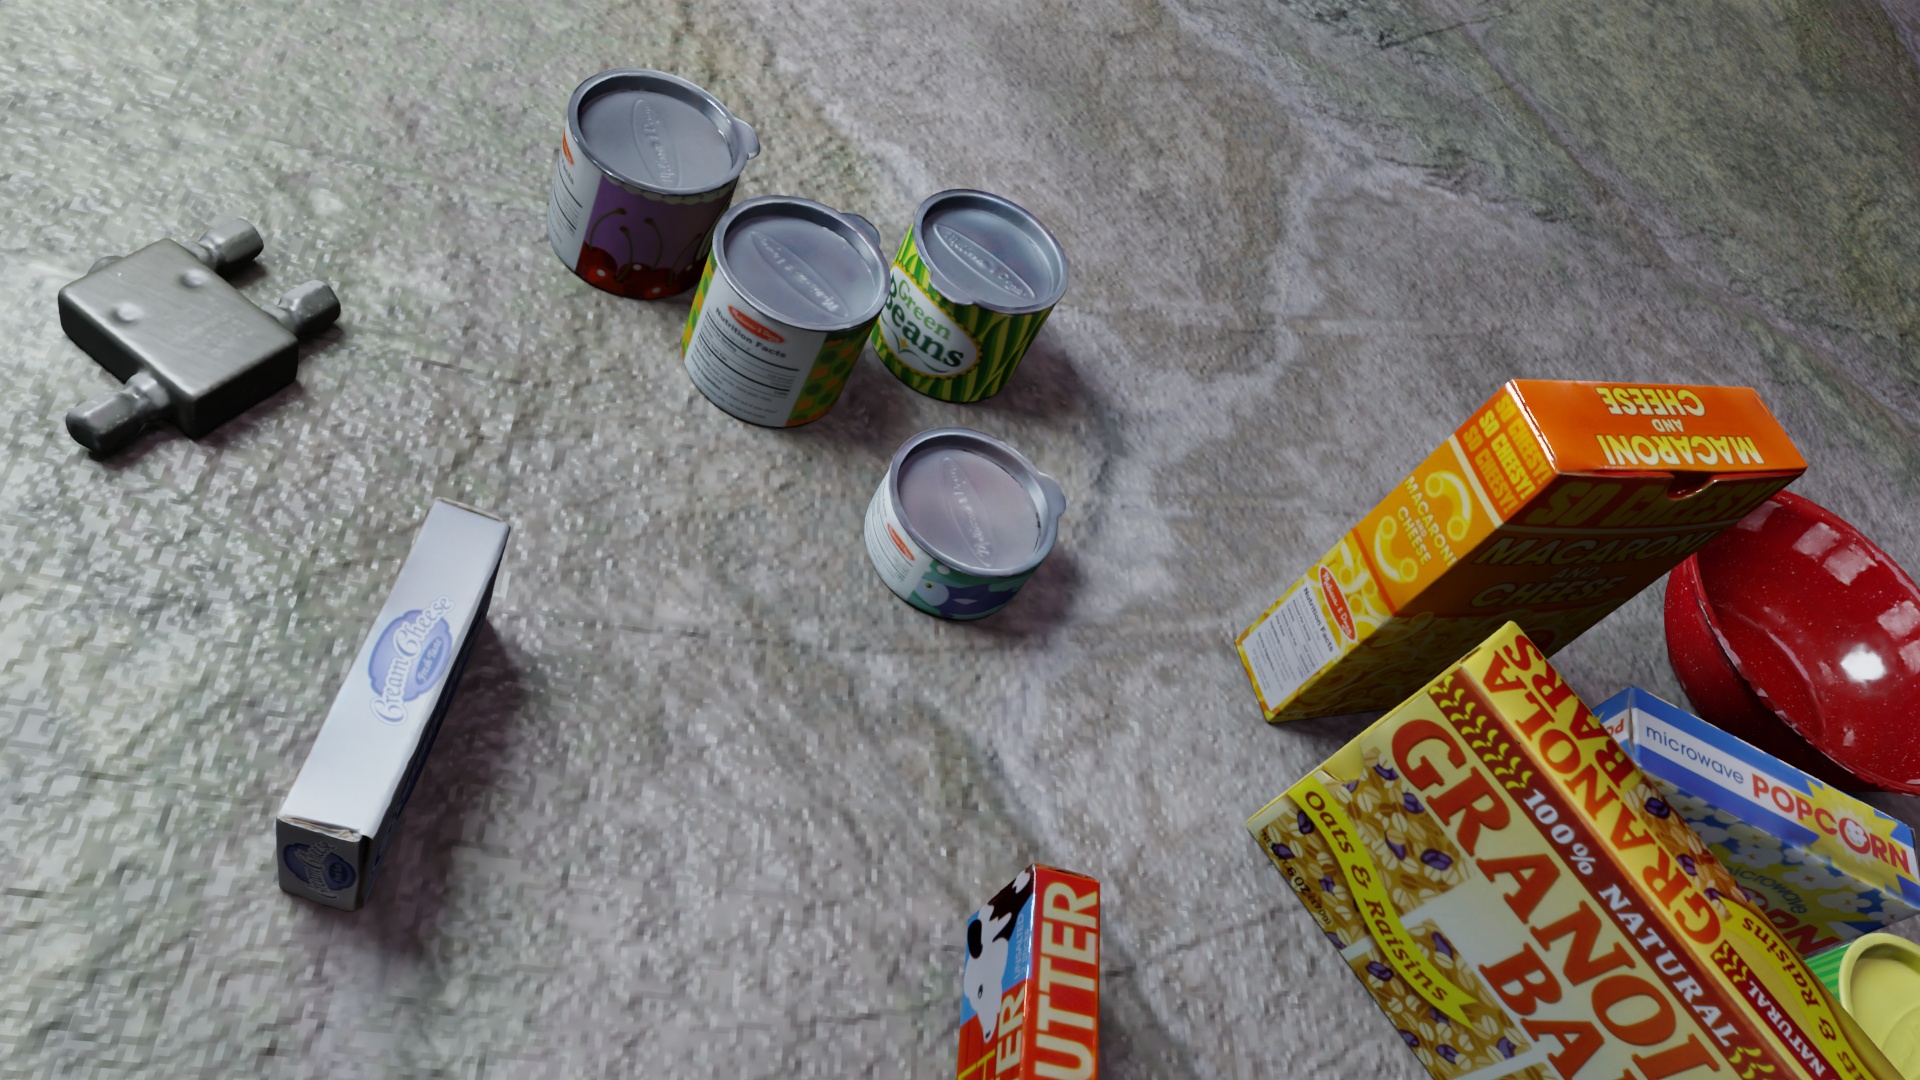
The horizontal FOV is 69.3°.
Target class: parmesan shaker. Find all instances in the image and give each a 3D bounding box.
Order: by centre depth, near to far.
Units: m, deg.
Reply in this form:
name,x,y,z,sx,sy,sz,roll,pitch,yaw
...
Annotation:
name,x,y,z,sx,sy,sz,roll,pitch,yaw
parmesan shaker,0.281,0.183,0.464,0.071,0.102,0.071,13,52,-17

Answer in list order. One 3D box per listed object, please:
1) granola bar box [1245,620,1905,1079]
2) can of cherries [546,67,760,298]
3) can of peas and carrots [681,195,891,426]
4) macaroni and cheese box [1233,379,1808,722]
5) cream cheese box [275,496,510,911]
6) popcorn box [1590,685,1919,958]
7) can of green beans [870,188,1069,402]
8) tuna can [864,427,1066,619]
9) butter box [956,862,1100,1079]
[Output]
name,x,y,z,sx,sy,sz,roll,pitch,yaw
granola bar box,0.183,0.127,0.443,0.039,0.123,0.166,-23,69,-36
can of cherries,-0.118,-0.135,0.531,0.071,0.058,0.072,13,52,-17
can of peas and carrots,-0.065,-0.087,0.522,0.071,0.058,0.071,13,52,-17
macaroni and cheese box,0.198,0.009,0.509,0.124,0.165,0.040,-2,58,-27
cream cheese box,-0.156,0.044,0.385,0.024,0.053,0.104,20,50,-12
popcorn box,0.275,0.113,0.524,0.127,0.084,0.038,26,49,-6
can of green beans,0.002,-0.098,0.564,0.071,0.057,0.071,13,52,-17
tuna can,0.002,-0.006,0.513,0.071,0.032,0.071,13,52,-17
butter box,0.018,0.150,0.393,0.024,0.052,0.104,17,51,-14
